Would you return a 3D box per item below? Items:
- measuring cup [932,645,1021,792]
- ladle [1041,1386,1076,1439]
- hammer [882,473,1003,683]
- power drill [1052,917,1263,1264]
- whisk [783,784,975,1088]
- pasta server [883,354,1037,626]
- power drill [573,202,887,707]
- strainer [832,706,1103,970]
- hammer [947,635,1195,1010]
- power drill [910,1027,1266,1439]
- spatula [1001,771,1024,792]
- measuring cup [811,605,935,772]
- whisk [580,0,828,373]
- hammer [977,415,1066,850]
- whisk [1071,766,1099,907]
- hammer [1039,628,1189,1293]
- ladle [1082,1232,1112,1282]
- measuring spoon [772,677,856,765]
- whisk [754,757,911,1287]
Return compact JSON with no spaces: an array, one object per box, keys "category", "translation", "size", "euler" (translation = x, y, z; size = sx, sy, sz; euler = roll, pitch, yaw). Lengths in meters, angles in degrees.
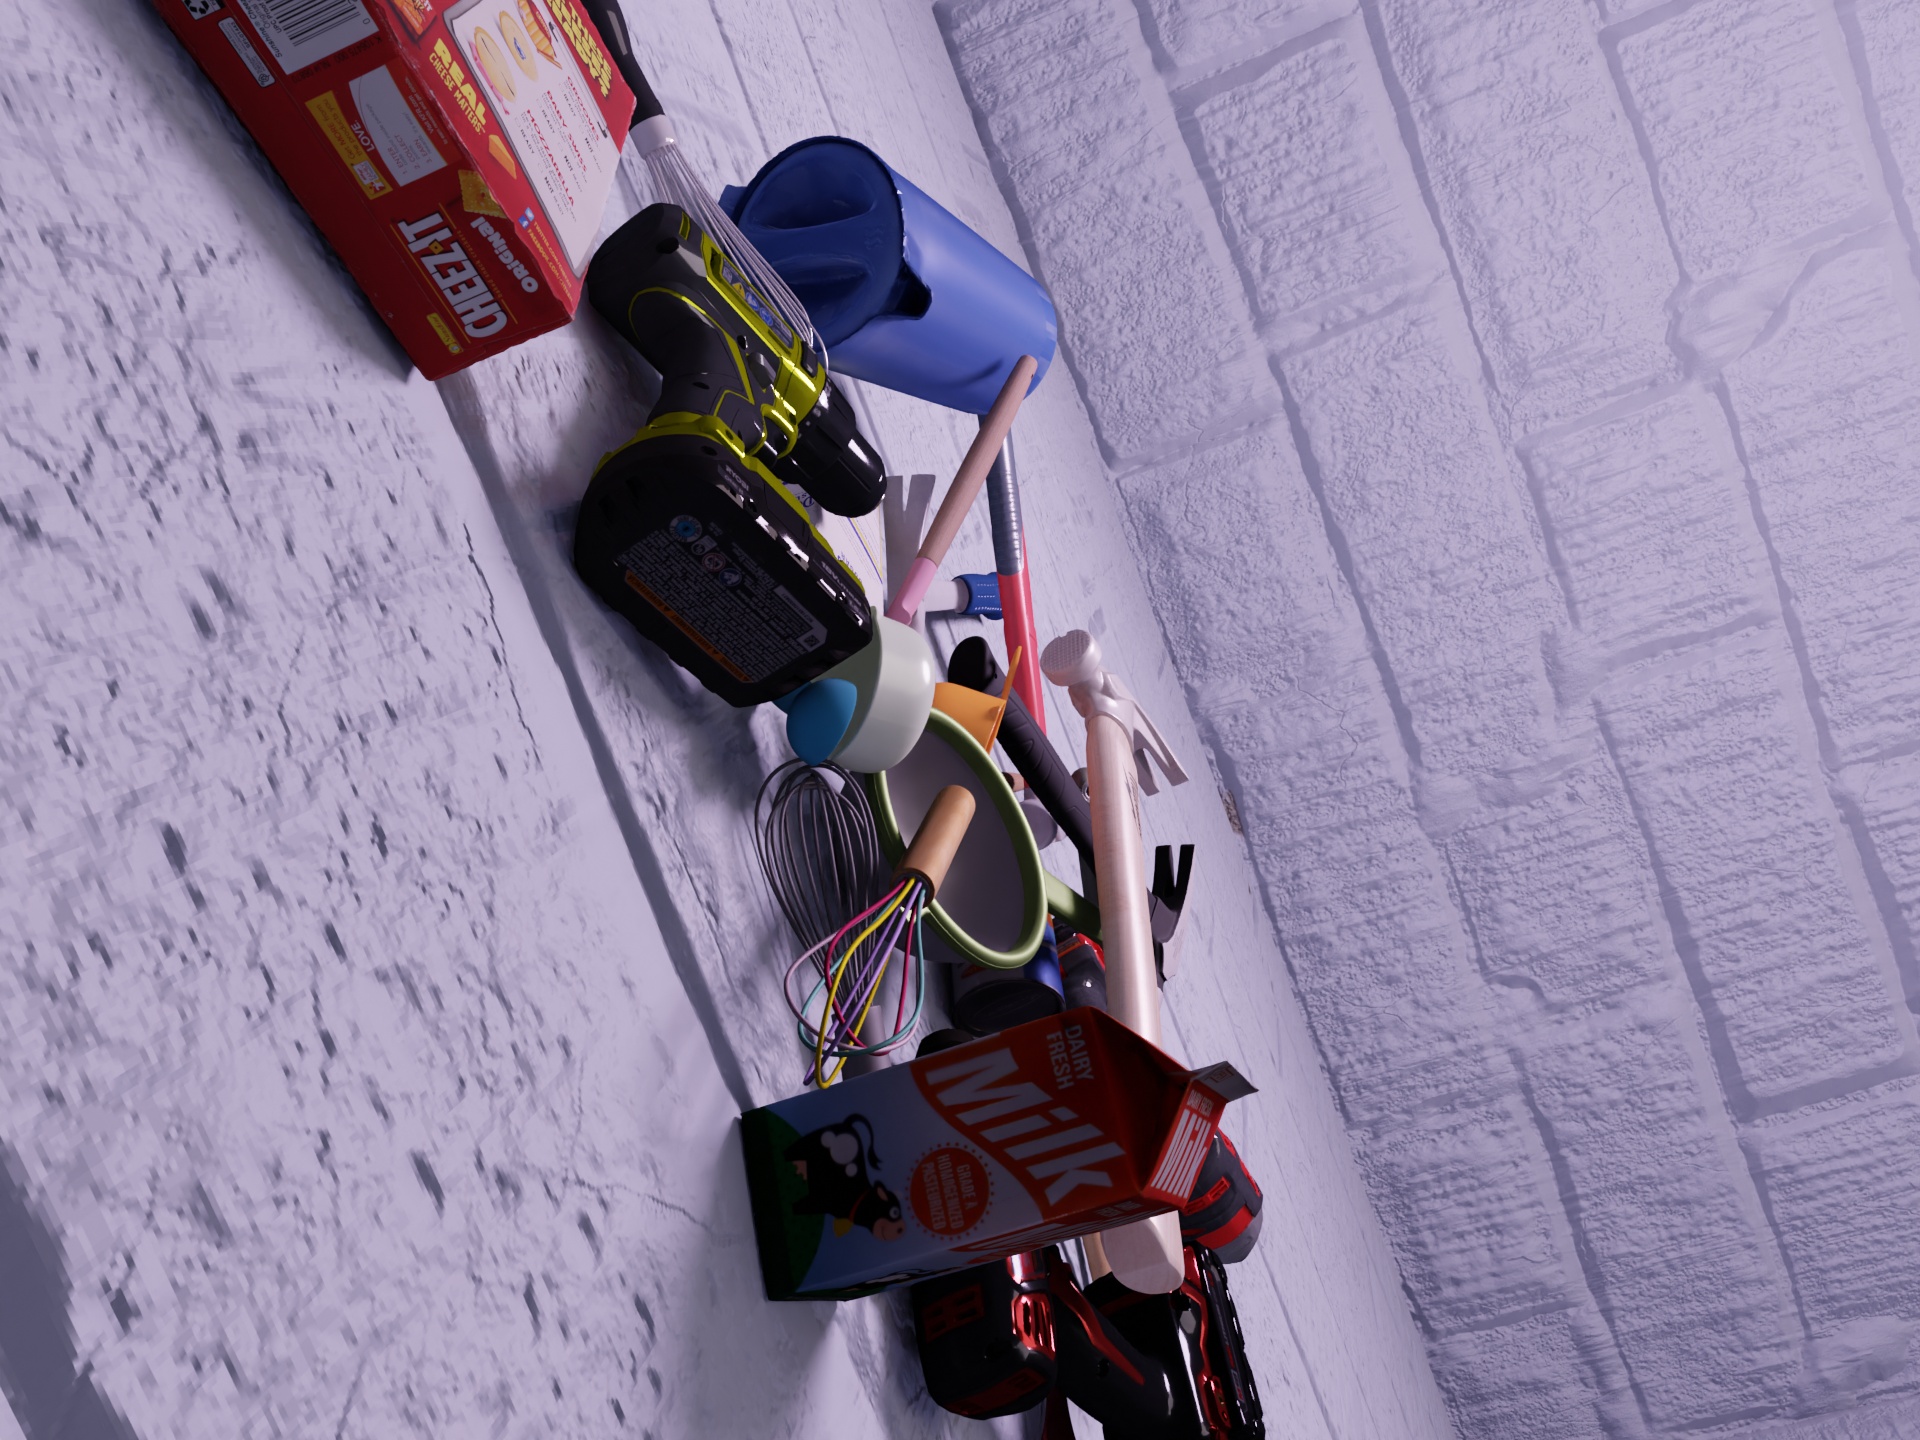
[{"category":"measuring cup","translation":[-0.002,-0.003,0.974],"size":[0.174,0.052,0.095],"euler":[-69,176,-52]},{"category":"ladle","translation":[0.044,0.310,0.874],"size":[0.069,0.031,0.316],"euler":[53,20,-41]},{"category":"hammer","translation":[-0.003,-0.100,1.194],"size":[0.405,0.035,0.144],"euler":[-25,114,-79]},{"category":"power drill","translation":[0.107,0.229,0.969],"size":[0.220,0.078,0.143],"euler":[53,-4,48]},{"category":"whisk","translation":[-0.024,0.080,0.686],"size":[0.245,0.051,0.047],"euler":[-60,130,-66]},{"category":"pasta server","translation":[-0.004,-0.113,0.984],"size":[0.060,0.040,0.316],"euler":[103,10,-59]},{"category":"power drill","translation":[-0.098,-0.118,0.749],"size":[0.190,0.080,0.229],"euler":[45,25,-36]},{"category":"strainer","translation":[0.007,0.092,0.875],"size":[0.256,0.069,0.152],"euler":[37,35,-46]},{"category":"hammer","translation":[0.083,0.064,1.135],"size":[0.334,0.035,0.146],"euler":[54,44,-35]},{"category":"power drill","translation":[0.050,0.271,0.794],"size":[0.226,0.080,0.188],"euler":[43,24,-36]},{"category":"spatula","translation":[0.009,0.043,1.130],"size":[0.060,0.018,0.316],"euler":[60,12,9]},{"category":"measuring cup","translation":[-0.058,-0.028,0.797],"size":[0.038,0.083,0.168],"euler":[18,13,-27]},{"category":"whisk","translation":[-0.154,-0.291,0.878],"size":[0.284,0.070,0.070],"euler":[64,14,-7]},{"category":"hammer","translation":[0.044,-0.100,1.209],"size":[0.143,0.038,0.386],"euler":[-13,97,-78]},{"category":"whisk","translation":[0.110,0.156,1.229],"size":[0.059,0.057,0.246],"euler":[7,-73,63]},{"category":"hammer","translation":[0.099,0.128,0.897],"size":[0.146,0.038,0.411],"euler":[50,27,-35]},{"category":"ladle","translation":[0.110,0.380,0.980],"size":[0.078,0.062,0.320],"euler":[53,19,-53]},{"category":"measuring spoon","translation":[-0.082,-0.012,0.754],"size":[0.021,0.042,0.129],"euler":[28,2,-25]},{"category":"whisk","translation":[-0.050,0.133,0.716],"size":[0.055,0.055,0.239],"euler":[25,52,-72]}]
